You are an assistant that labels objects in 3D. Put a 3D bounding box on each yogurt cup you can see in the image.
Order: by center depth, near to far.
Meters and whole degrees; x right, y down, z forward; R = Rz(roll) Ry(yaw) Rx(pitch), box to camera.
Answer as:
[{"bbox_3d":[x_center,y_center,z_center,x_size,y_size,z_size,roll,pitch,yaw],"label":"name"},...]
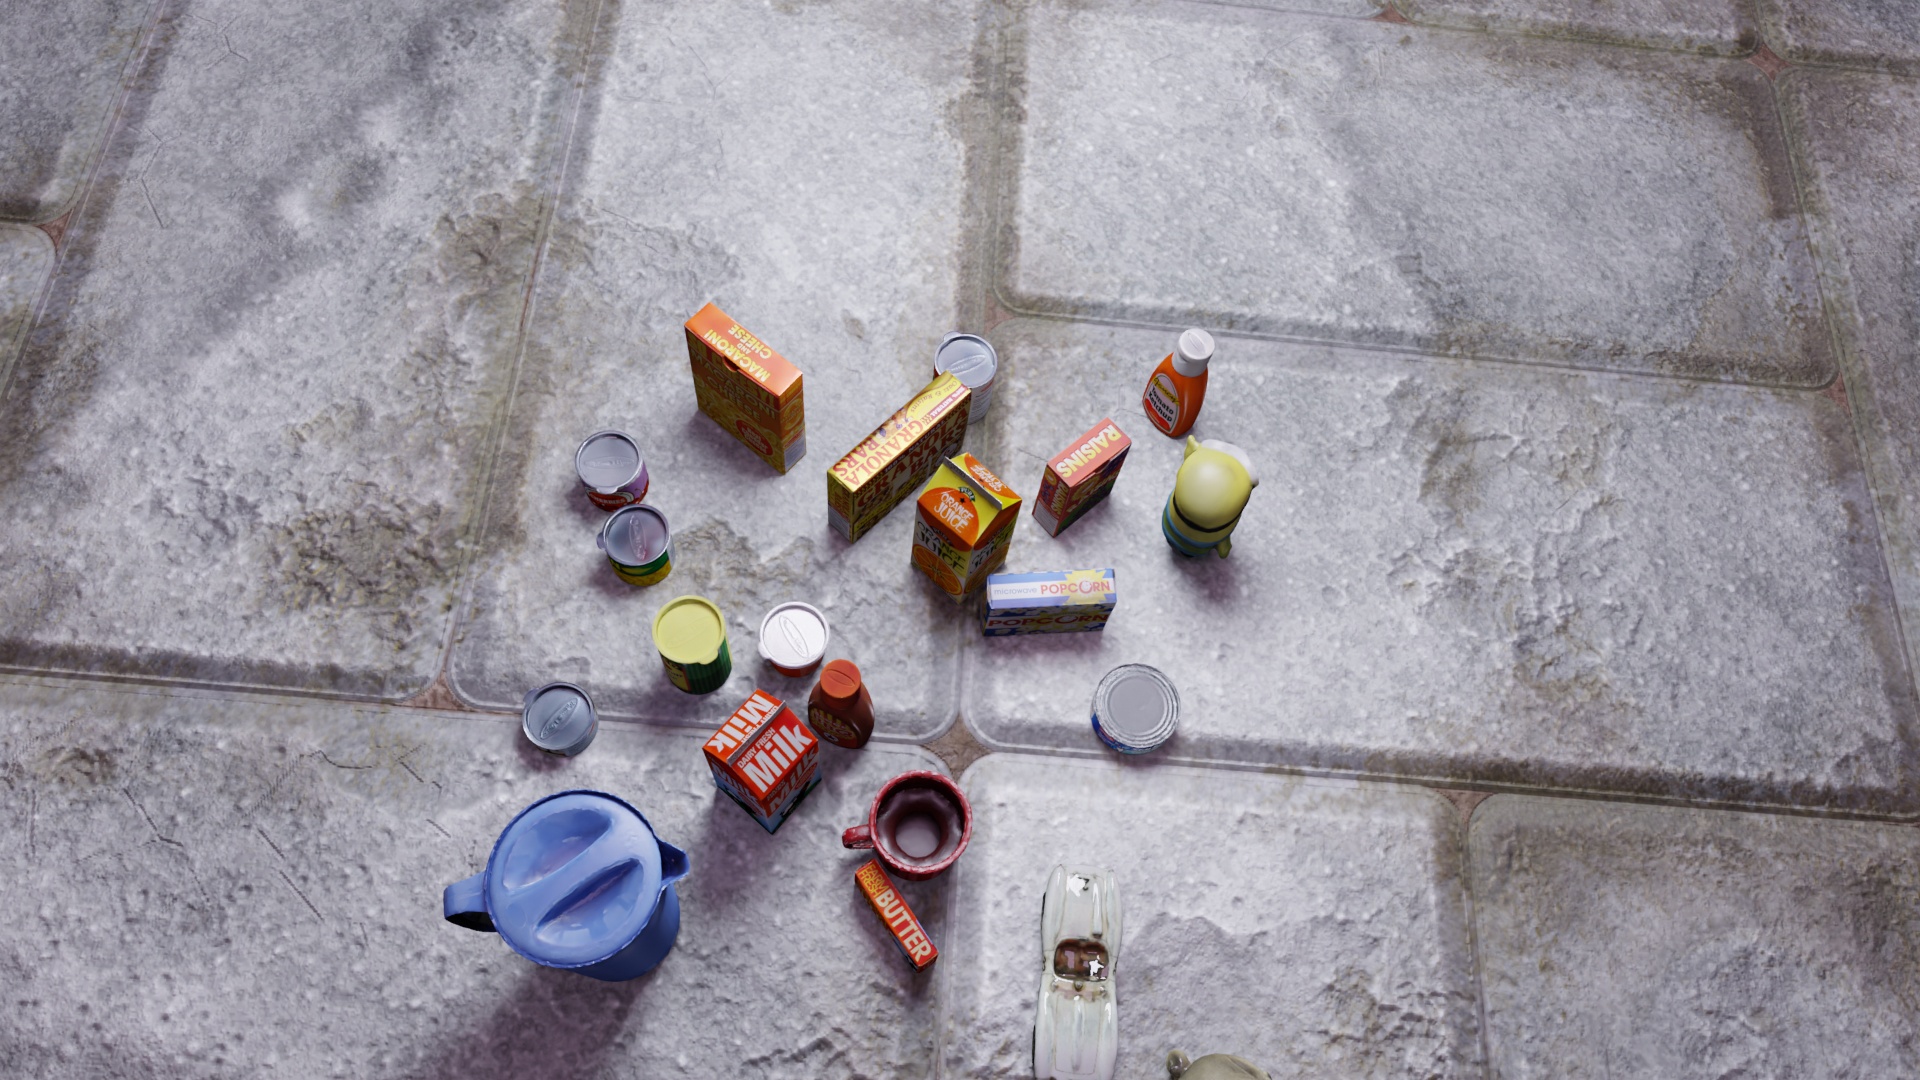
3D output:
[{"bbox_3d":[-0.161,0.100,1.350,0.072,0.053,0.072,2,66,-4],"label":"yogurt cup"}]

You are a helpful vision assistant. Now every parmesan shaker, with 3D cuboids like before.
[{"bbox_3d":[-0.251,0.103,1.314,0.071,0.102,0.071,2,66,-4],"label":"parmesan shaker"}]

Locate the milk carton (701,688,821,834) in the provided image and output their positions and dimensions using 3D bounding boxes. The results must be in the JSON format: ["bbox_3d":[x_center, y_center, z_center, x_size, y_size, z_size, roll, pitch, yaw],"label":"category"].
[{"bbox_3d":[-0.175,0.194,1.232,0.073,0.189,0.072,39,69,12],"label":"milk carton"}]

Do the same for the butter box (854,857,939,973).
[{"bbox_3d":[-0.059,0.339,1.252,0.024,0.053,0.103,-32,72,-17],"label":"butter box"}]

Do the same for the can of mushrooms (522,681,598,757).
[{"bbox_3d":[-0.379,0.168,1.312,0.071,0.033,0.071,2,66,-4],"label":"can of mushrooms"}]

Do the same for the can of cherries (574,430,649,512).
[{"bbox_3d":[-0.353,-0.067,1.406,0.071,0.058,0.072,2,66,-4],"label":"can of cherries"}]

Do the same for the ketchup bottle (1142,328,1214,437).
[{"bbox_3d":[0.231,-0.168,1.453,0.044,0.148,0.065,-31,72,-17],"label":"ketchup bottle"}]

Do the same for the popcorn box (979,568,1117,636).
[{"bbox_3d":[0.085,0.062,1.372,0.127,0.085,0.038,-3,67,-6],"label":"popcorn box"}]

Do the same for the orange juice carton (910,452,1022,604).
[{"bbox_3d":[0.005,-0.017,1.341,0.072,0.192,0.073,41,69,13],"label":"orange juice carton"}]

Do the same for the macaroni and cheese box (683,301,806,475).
[{"bbox_3d":[-0.214,-0.149,1.396,0.124,0.165,0.040,37,69,11],"label":"macaroni and cheese box"}]

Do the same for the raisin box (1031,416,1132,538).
[{"bbox_3d":[0.121,-0.062,1.410,0.086,0.123,0.040,-37,74,-18],"label":"raisin box"}]

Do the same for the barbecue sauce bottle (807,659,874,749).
[{"bbox_3d":[-0.110,0.149,1.281,0.065,0.148,0.044,26,67,7],"label":"barbecue sauce bottle"}]

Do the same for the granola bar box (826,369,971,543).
[{"bbox_3d":[-0.062,-0.083,1.403,0.039,0.123,0.166,43,69,13],"label":"granola bar box"}]

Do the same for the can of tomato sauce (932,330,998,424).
[{"bbox_3d":[0.002,-0.171,1.470,0.071,0.082,0.071,2,66,-4],"label":"can of tomato sauce"}]

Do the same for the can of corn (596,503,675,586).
[{"bbox_3d":[-0.320,0.006,1.376,0.071,0.058,0.071,2,66,-4],"label":"can of corn"}]
